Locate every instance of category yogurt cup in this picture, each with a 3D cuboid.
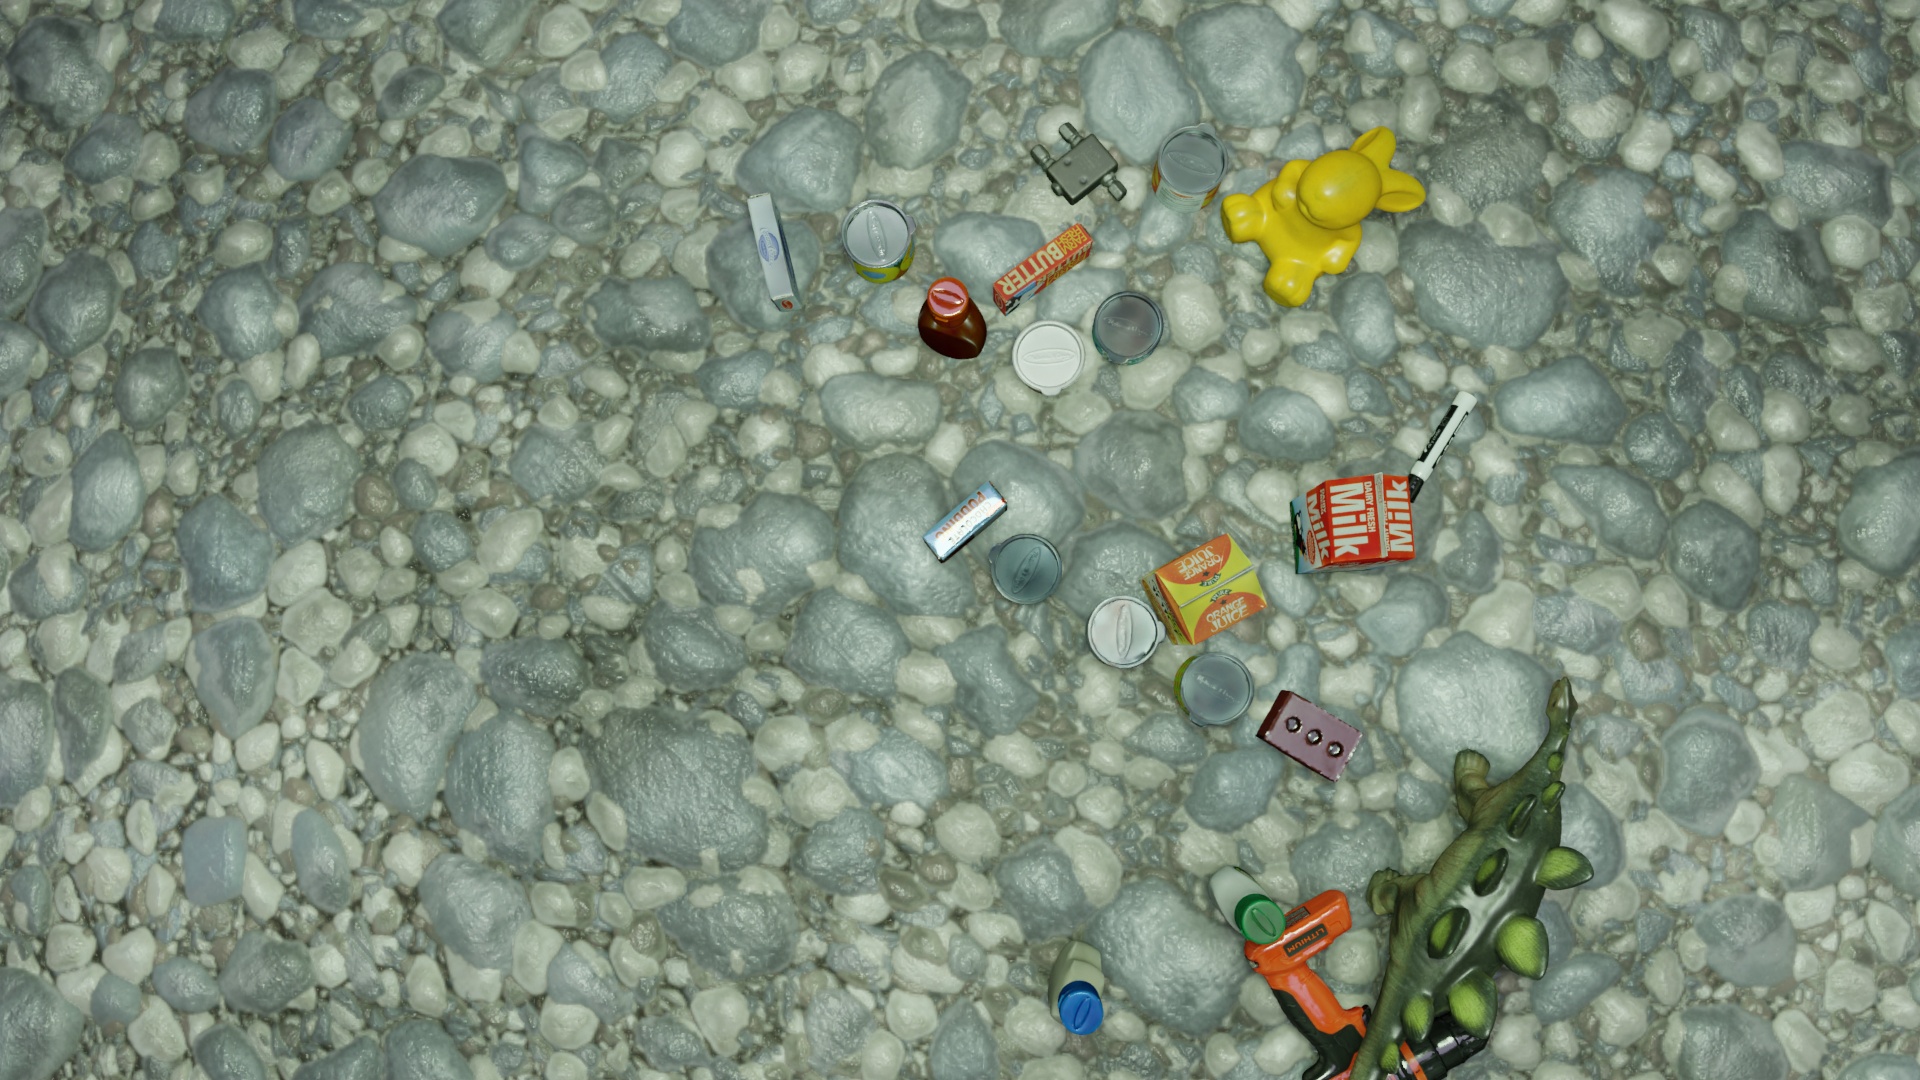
[{"bbox_3d":[0.083,-0.169,1.310,0.072,0.054,0.072,0,85,2],"label":"yogurt cup"}]

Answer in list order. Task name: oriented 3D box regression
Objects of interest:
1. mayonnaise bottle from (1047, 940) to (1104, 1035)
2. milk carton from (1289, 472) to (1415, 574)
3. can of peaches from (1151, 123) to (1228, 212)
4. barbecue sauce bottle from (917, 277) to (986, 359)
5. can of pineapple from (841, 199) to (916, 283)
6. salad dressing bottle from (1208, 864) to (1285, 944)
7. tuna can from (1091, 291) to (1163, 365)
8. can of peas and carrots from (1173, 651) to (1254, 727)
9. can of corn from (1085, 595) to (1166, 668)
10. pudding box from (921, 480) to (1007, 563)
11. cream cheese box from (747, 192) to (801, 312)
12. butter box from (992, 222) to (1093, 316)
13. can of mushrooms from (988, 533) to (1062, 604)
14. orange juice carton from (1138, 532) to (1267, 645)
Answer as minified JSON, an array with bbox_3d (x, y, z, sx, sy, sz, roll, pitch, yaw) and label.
[{"bbox_3d":[0.102,0.393,1.210,0.041,0.148,0.065,24,86,4],"label":"mayonnaise bottle"},{"bbox_3d":[0.346,-0.013,1.219,0.073,0.190,0.072,-3,85,2],"label":"milk carton"},{"bbox_3d":[0.218,-0.354,1.321,0.071,0.058,0.071,0,85,2],"label":"can of peaches"},{"bbox_3d":[-0.009,-0.203,1.268,0.065,0.148,0.043,19,86,3],"label":"barbecue sauce bottle"},{"bbox_3d":[-0.076,-0.284,1.323,0.071,0.058,0.071,0,85,2],"label":"can of pineapple"},{"bbox_3d":[0.251,0.320,1.213,0.044,0.147,0.064,-40,85,-2],"label":"salad dressing bottle"},{"bbox_3d":[0.158,-0.199,1.321,0.071,0.033,0.071,0,85,2],"label":"tuna can"},{"bbox_3d":[0.230,0.137,1.275,0.071,0.058,0.071,0,85,2],"label":"can of peas and carrots"},{"bbox_3d":[0.151,0.085,1.282,0.071,0.058,0.071,0,85,2],"label":"can of corn"},{"bbox_3d":[0.005,-0.016,1.300,0.084,0.049,0.030,-40,85,-2],"label":"pudding box"},{"bbox_3d":[-0.177,-0.274,1.327,0.024,0.053,0.104,-14,85,1],"label":"cream cheese box"},{"bbox_3d":[0.077,-0.257,1.319,0.103,0.053,0.024,-36,85,-2],"label":"butter box"},{"bbox_3d":[0.060,0.026,1.303,0.071,0.033,0.071,0,85,2],"label":"can of mushrooms"},{"bbox_3d":[0.211,0.045,1.217,0.072,0.192,0.073,-28,85,-1],"label":"orange juice carton"}]
